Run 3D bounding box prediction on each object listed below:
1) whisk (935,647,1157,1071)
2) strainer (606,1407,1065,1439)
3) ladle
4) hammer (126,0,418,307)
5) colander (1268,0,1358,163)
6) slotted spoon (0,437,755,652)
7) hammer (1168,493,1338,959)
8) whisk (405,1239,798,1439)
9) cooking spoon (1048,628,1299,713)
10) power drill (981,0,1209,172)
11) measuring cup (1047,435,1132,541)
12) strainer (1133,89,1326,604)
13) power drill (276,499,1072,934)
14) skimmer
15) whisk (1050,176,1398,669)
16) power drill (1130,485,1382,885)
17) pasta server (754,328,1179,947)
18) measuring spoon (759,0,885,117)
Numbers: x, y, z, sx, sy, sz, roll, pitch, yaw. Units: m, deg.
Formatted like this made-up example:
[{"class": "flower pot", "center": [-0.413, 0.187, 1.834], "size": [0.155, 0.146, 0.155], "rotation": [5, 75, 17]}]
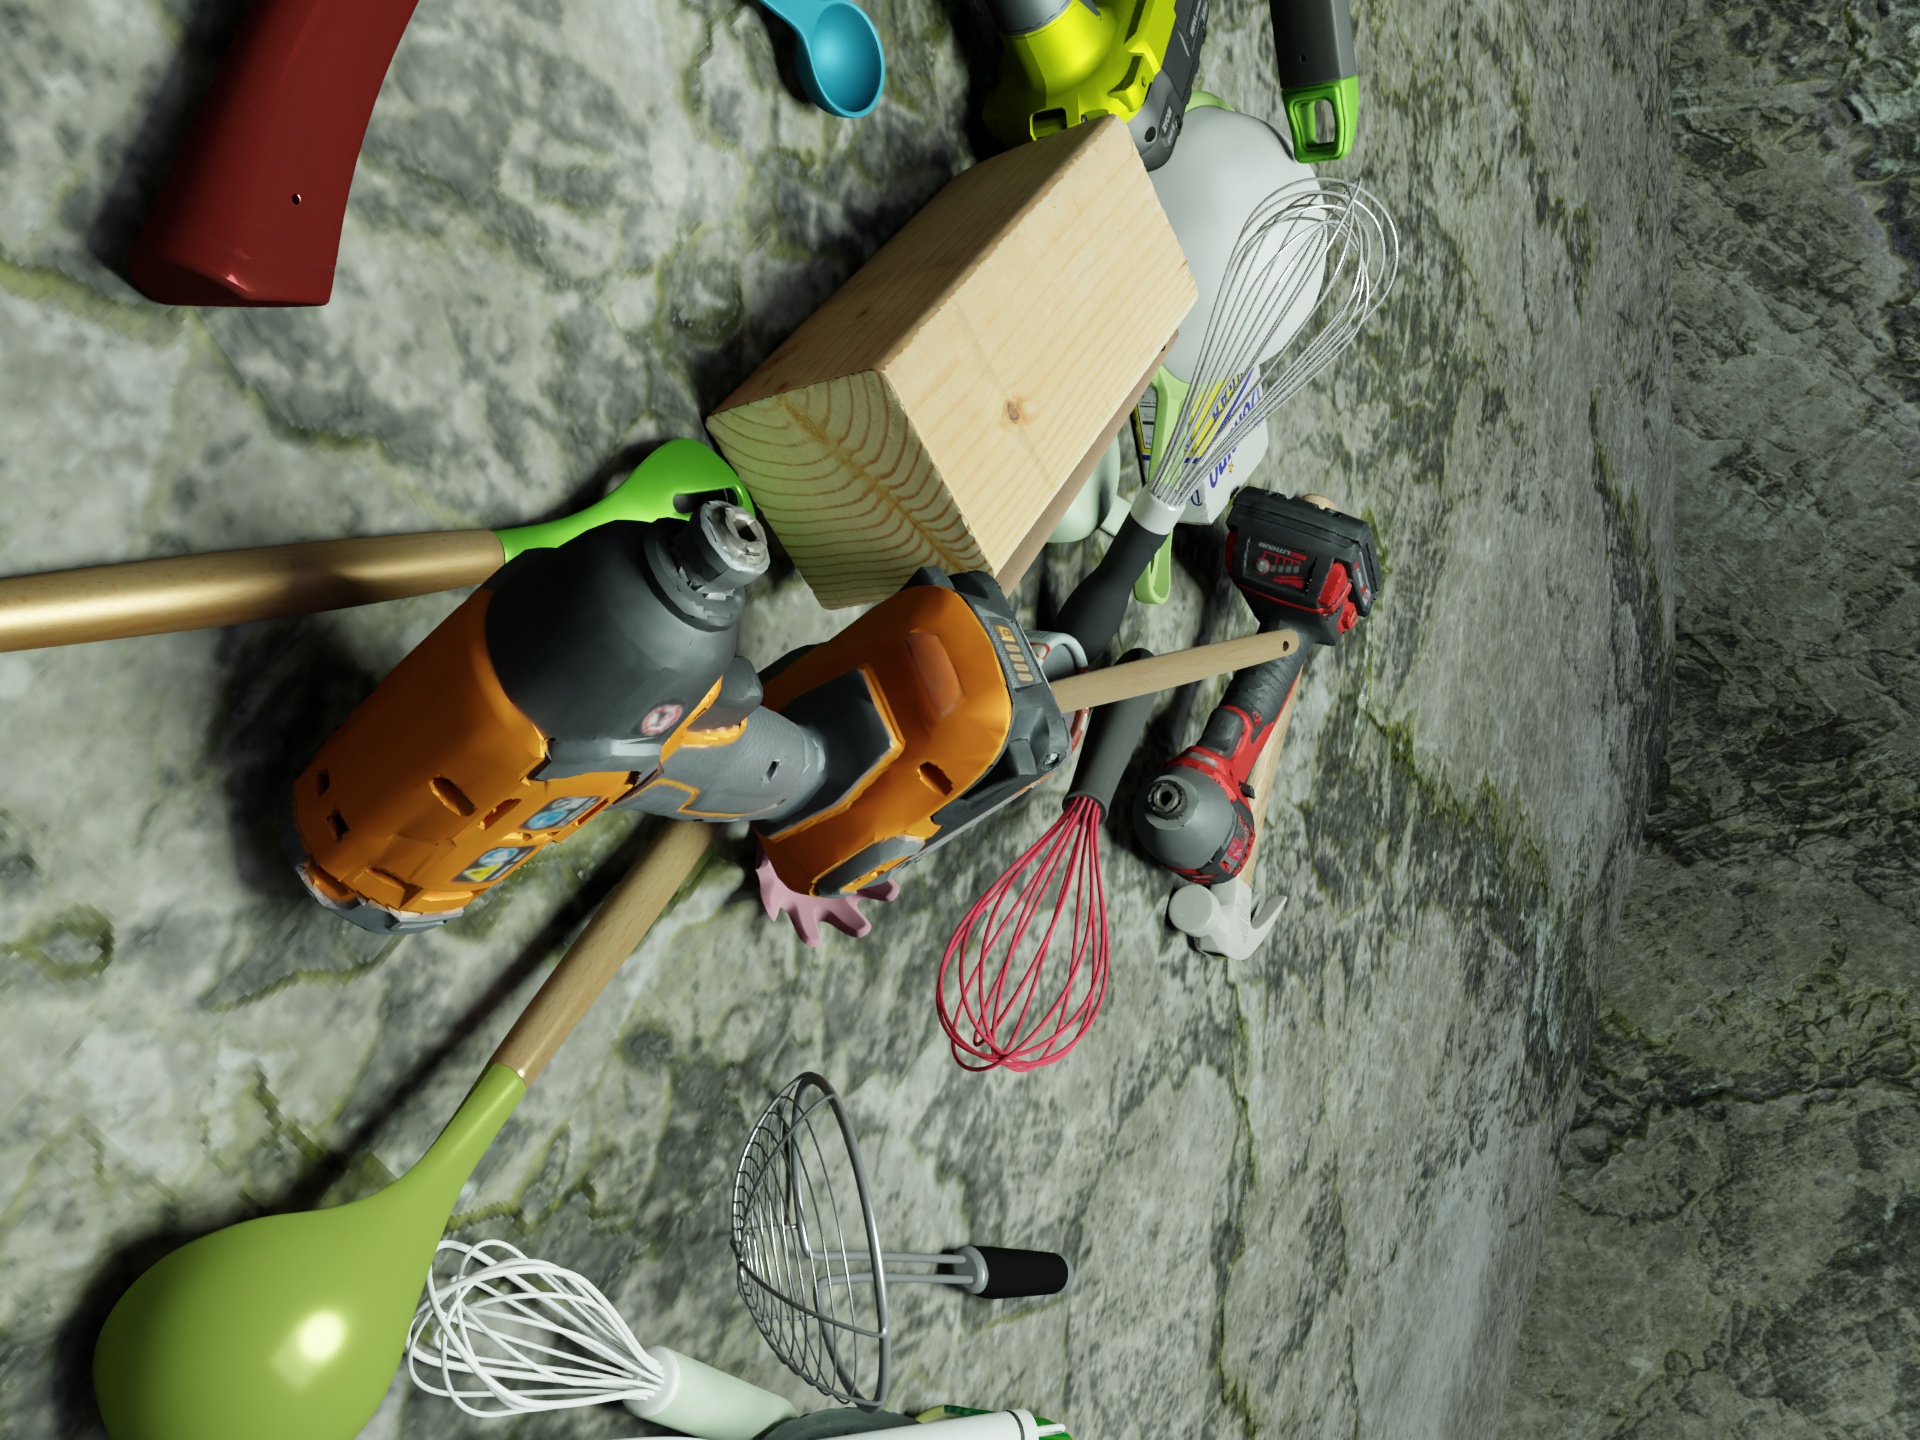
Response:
[{"class": "whisk", "center": [0.056, 0.056, 0.773], "size": [0.296, 0.073, 0.073], "rotation": [-64, 146, -47]}, {"class": "strainer", "center": [-0.062, 0.272, 0.570], "size": [0.258, 0.087, 0.050], "rotation": [9, 49, -35]}, {"class": "ladle", "center": [-0.141, 0.094, 0.512], "size": [0.320, 0.062, 0.078], "rotation": [-59, 140, -46]}, {"class": "hammer", "center": [-0.141, -0.271, 0.430], "size": [0.149, 0.037, 0.359], "rotation": [42, 60, -54]}, {"class": "colander", "center": [0.107, -0.431, 0.665], "size": [0.094, 0.205, 0.396], "rotation": [-29, 117, -34]}, {"class": "slotted spoon", "center": [-0.157, -0.043, 0.460], "size": [0.313, 0.031, 0.070], "rotation": [-18, 111, -56]}, {"class": "hammer", "center": [0.212, 0.001, 1.084], "size": [0.129, 0.031, 0.331], "rotation": [39, 63, -55]}, {"class": "whisk", "center": [-0.116, 0.235, 0.572], "size": [0.058, 0.059, 0.246], "rotation": [-37, 142, -3]}, {"class": "cooking spoon", "center": [0.058, -0.014, 0.754], "size": [0.319, 0.017, 0.068], "rotation": [-14, 108, -40]}, {"class": "power drill", "center": [0.028, -0.356, 0.658], "size": [0.228, 0.080, 0.191], "rotation": [49, 50, -49]}, {"class": "measuring cup", "center": [0.074, -0.117, 0.818], "size": [0.167, 0.038, 0.083], "rotation": [17, 81, -57]}, {"class": "strainer", "center": [0.133, -0.183, 0.795], "size": [0.151, 0.069, 0.256], "rotation": [2, 96, -54]}, {"class": "power drill", "center": [-0.063, -0.003, 0.480], "size": [0.226, 0.164, 0.084], "rotation": [2, 59, -55]}, {"class": "skimmer", "center": [0.004, 0.242, 0.725], "size": [0.363, 0.090, 0.127], "rotation": [37, 32, -59]}, {"class": "whisk", "center": [0.108, -0.124, 0.742], "size": [0.070, 0.070, 0.284], "rotation": [-34, 159, -52]}, {"class": "power drill", "center": [0.165, -0.015, 0.925], "size": [0.220, 0.079, 0.143], "rotation": [-66, 156, -5]}, {"class": "pasta server", "center": [0.011, -0.047, 0.663], "size": [0.060, 0.040, 0.316], "rotation": [40, 75, -23]}, {"class": "measuring spoon", "center": [-0.074, -0.263, 0.569], "size": [0.128, 0.021, 0.042], "rotation": [29, 71, -48]}]
